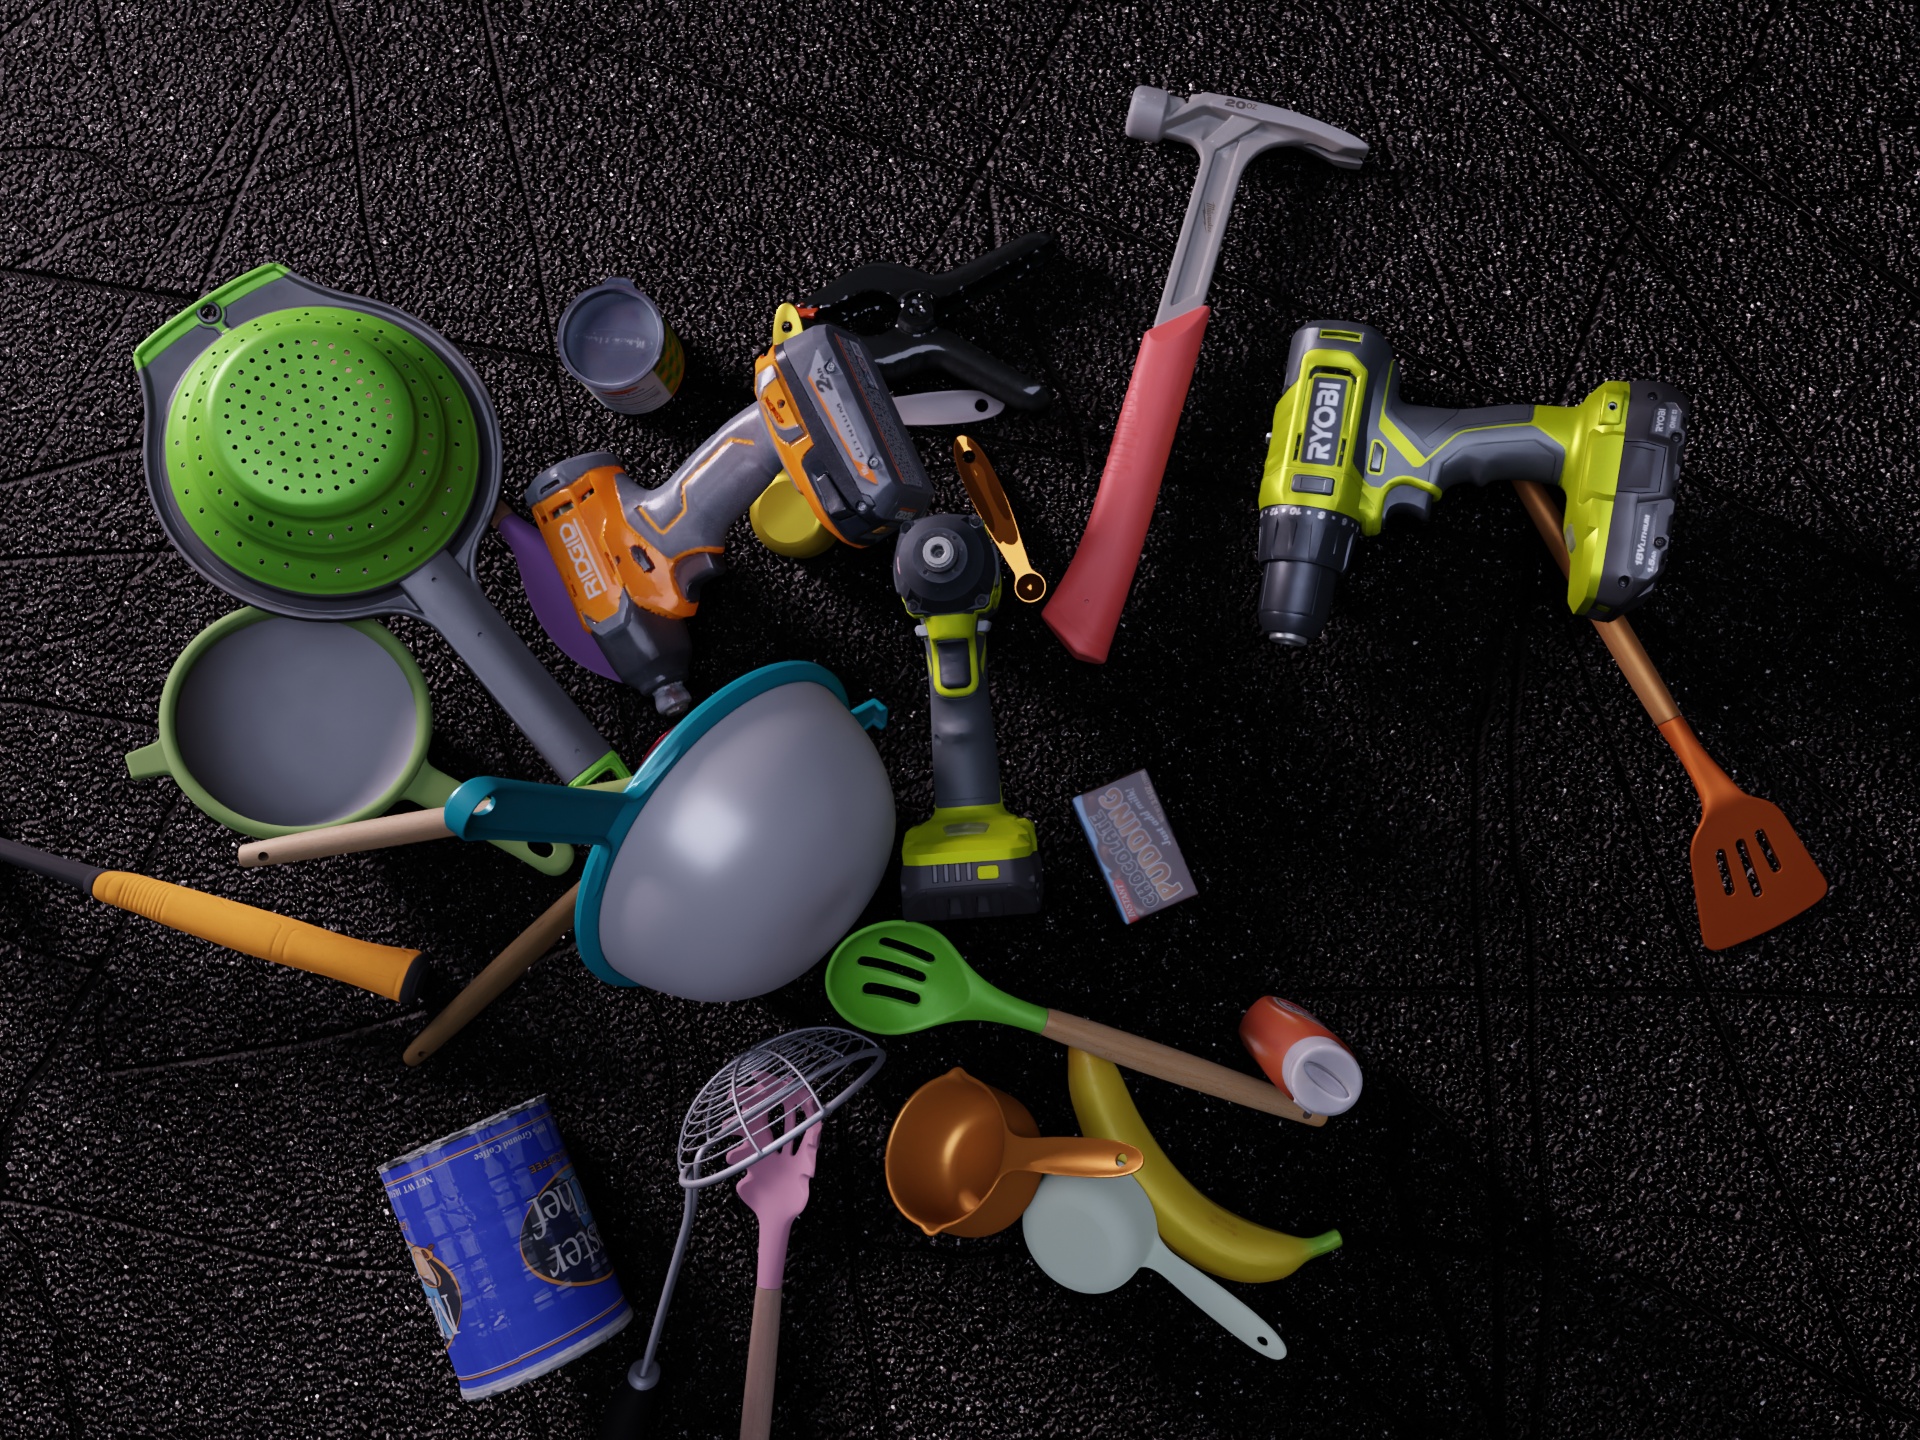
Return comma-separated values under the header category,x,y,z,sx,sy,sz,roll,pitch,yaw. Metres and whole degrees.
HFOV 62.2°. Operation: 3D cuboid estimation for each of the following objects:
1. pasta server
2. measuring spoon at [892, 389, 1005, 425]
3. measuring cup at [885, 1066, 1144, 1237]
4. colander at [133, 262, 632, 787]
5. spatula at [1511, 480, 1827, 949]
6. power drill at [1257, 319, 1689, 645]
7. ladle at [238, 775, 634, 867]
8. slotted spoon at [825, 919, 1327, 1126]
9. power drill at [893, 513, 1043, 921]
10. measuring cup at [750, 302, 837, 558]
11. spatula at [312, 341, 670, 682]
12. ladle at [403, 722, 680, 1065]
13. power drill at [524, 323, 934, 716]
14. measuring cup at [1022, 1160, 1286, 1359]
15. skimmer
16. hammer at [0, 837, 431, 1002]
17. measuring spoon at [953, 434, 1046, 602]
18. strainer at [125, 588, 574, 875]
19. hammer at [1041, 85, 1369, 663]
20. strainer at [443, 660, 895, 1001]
category,x,y,z,sx,sy,sz,roll,pitch,yaw
pasta server,-0.119,0.366,0.946,0.060,0.040,0.316,4,87,16
measuring spoon,-0.034,-0.194,1.000,0.124,0.018,0.034,-5,94,-4
measuring cup,0.039,0.250,0.900,0.174,0.052,0.095,-8,61,36
colander,-0.321,-0.101,0.930,0.204,0.094,0.397,-40,95,-15
spatula,0.409,-0.020,0.955,0.081,0.041,0.323,-27,80,1
power drill,0.289,-0.127,0.932,0.228,0.080,0.190,10,85,15
ladle,-0.256,0.048,0.939,0.320,0.062,0.078,-10,109,-7
slotted spoon,0.071,0.185,0.926,0.313,0.031,0.070,20,99,-9
power drill,-0.001,-0.003,0.904,0.080,0.171,0.223,-5,89,3
measuring cup,-0.105,-0.177,0.976,0.062,0.029,0.156,-1,98,13
spatula,-0.307,-0.142,1.007,0.316,0.018,0.060,45,90,5
ladle,-0.231,0.109,0.935,0.315,0.031,0.069,-42,127,18
power drill,-0.134,-0.113,0.935,0.226,0.084,0.164,-26,85,19
measuring cup,0.108,0.317,0.907,0.168,0.038,0.083,32,119,21
skimmer,-0.138,0.332,0.897,0.090,0.127,0.363,21,105,10
hammer,-0.487,0.107,0.957,0.337,0.127,0.034,18,88,-1
measuring spoon,0.023,-0.126,0.992,0.021,0.011,0.117,-25,81,1
strainer,-0.358,0.032,0.980,0.256,0.069,0.151,31,65,-12
hammer,0.132,-0.208,0.978,0.149,0.036,0.359,16,86,4
strainer,-0.124,0.072,0.813,0.095,0.340,0.211,33,96,21
